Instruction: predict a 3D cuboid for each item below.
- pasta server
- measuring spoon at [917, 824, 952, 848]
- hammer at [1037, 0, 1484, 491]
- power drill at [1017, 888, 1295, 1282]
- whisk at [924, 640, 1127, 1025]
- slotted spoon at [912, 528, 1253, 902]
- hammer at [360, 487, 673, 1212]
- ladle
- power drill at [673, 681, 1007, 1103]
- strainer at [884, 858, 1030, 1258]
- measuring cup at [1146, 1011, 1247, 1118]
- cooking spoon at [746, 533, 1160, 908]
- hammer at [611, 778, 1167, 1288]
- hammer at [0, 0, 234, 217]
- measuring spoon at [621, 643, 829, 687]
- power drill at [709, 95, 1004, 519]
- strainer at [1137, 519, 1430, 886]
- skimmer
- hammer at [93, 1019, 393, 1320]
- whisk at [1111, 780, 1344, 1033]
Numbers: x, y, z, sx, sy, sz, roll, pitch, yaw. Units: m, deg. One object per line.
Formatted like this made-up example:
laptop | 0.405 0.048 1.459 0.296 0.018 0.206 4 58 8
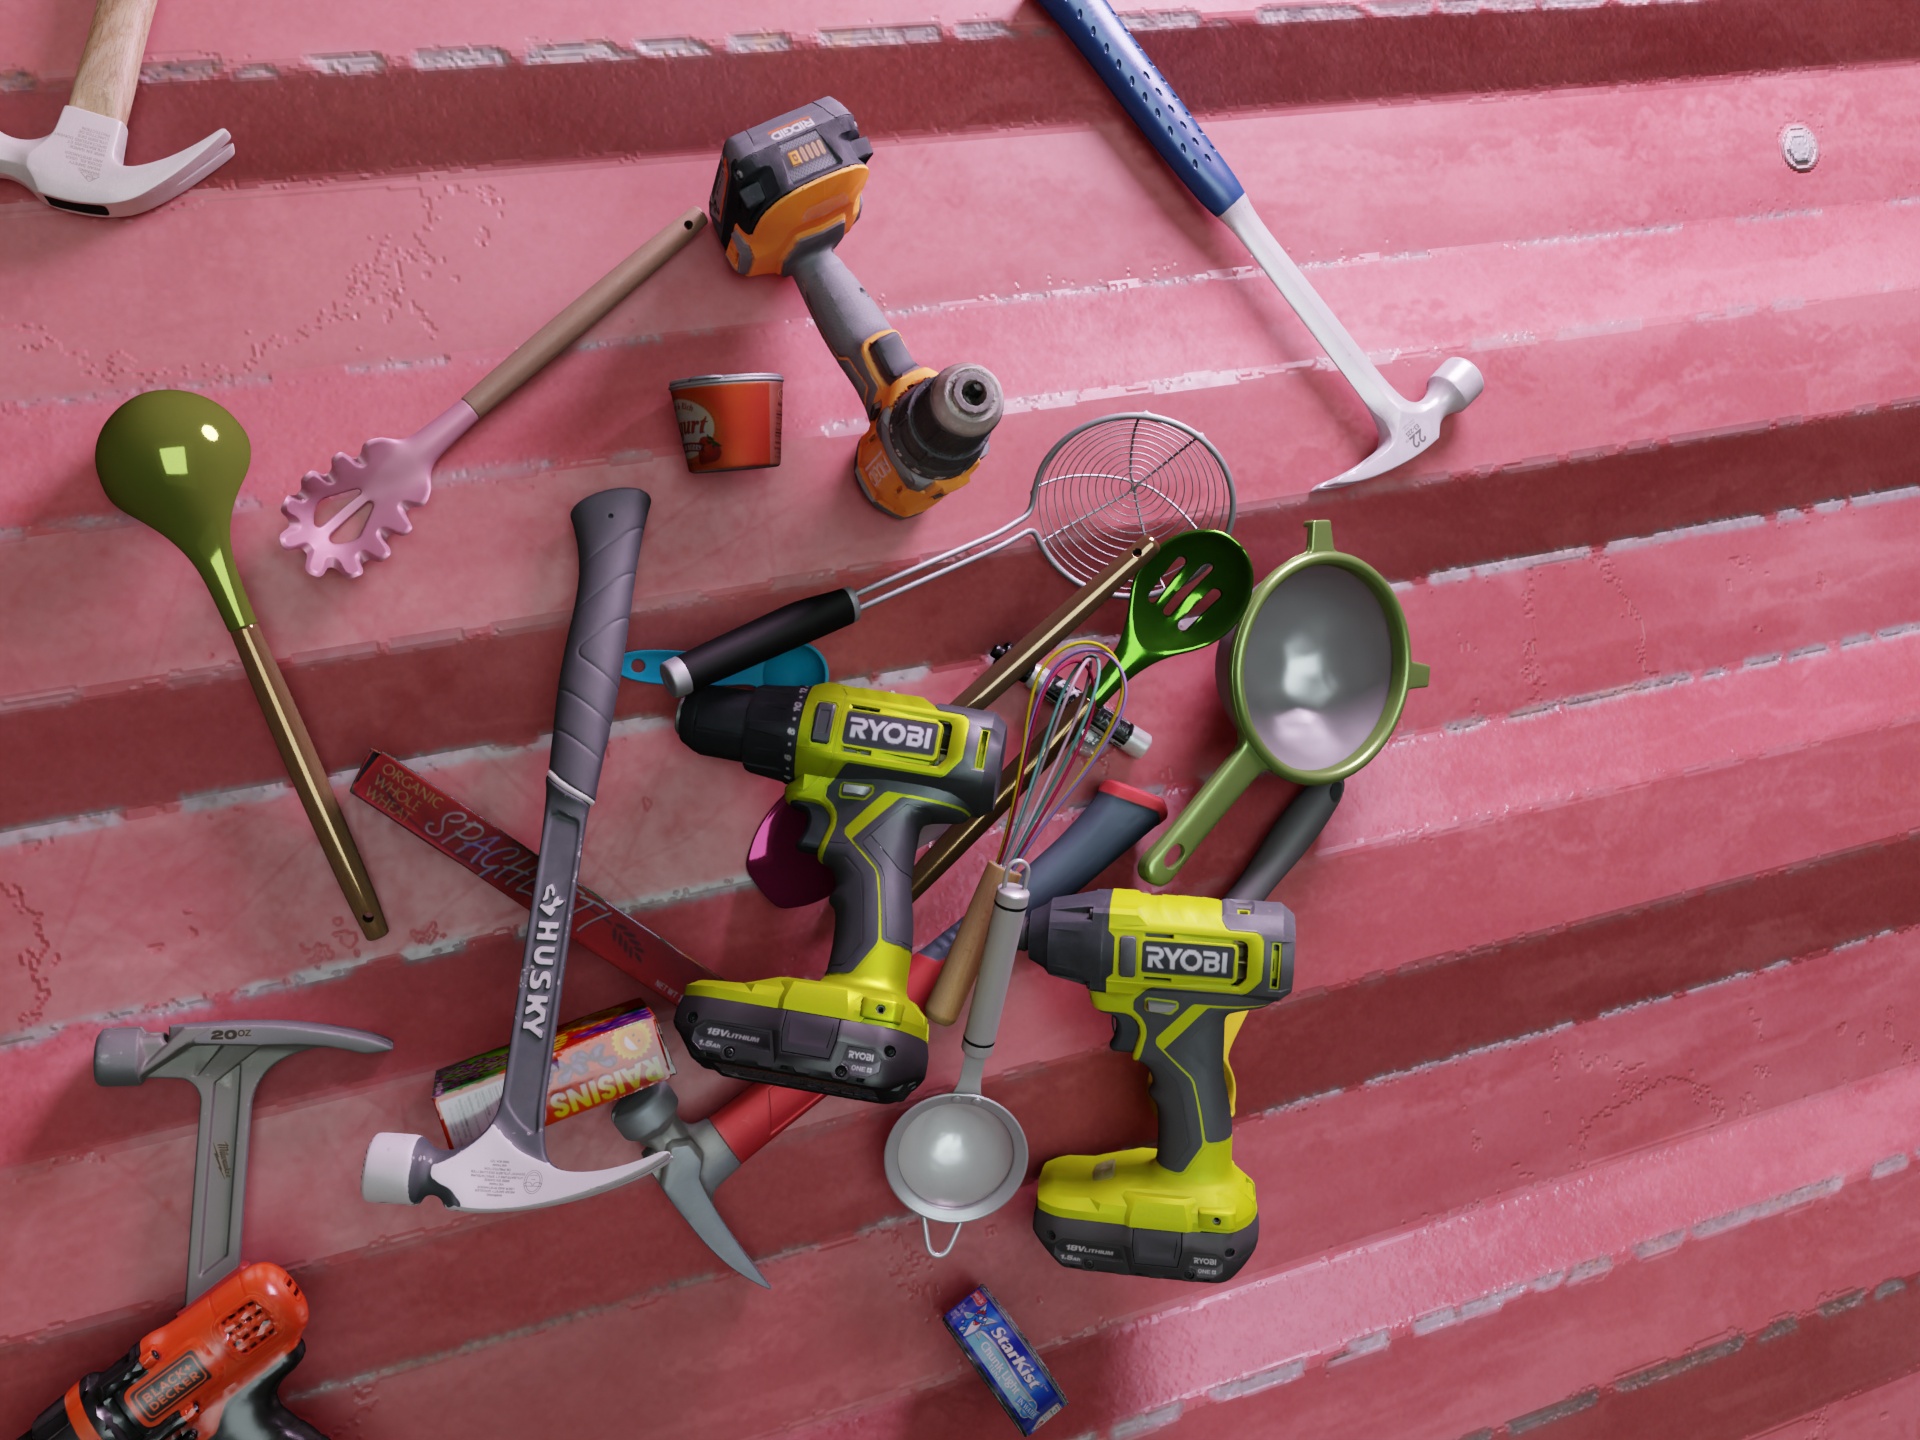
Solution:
pasta server | -0.261 -0.197 0.917 0.316 0.040 0.060 -45 113 -15
measuring spoon | -0.025 0.066 0.996 0.124 0.018 0.034 -32 123 -22
hammer | 0.184 -0.332 1.062 0.144 0.035 0.405 -44 101 -14
power drill | 0.109 0.214 0.962 0.171 0.080 0.223 3 100 8
whisk | 0.032 0.066 0.945 0.047 0.051 0.245 23 92 -32
slotted spoon | 0.061 0.005 0.983 0.070 0.031 0.314 43 91 -8
hammer | -0.210 0.056 0.864 0.149 0.036 0.409 5 69 -4
ladle | -0.383 -0.027 0.878 0.078 0.062 0.320 -22 102 -14
power drill | -0.084 0.086 0.894 0.190 0.080 0.229 9 70 4
strainer | 0.010 0.197 0.937 0.087 0.050 0.258 10 110 -7
measuring cup | 0.170 0.199 1.051 0.062 0.029 0.156 35 67 -15
cooking spoon | -0.002 -0.003 0.963 0.319 0.017 0.069 -42 73 0
hammer | -0.016 0.174 0.979 0.386 0.038 0.143 -36 106 -17
hammer | -0.443 -0.436 0.871 0.130 0.031 0.331 13 84 -16
measuring spoon | -0.144 -0.030 0.962 0.128 0.021 0.042 4 88 -8
power drill | -0.054 -0.233 0.909 0.084 0.185 0.226 -29 94 -15
strainer | 0.185 0.003 1.029 0.256 0.069 0.151 -49 116 -14
skimmer | 0.000 -0.083 0.947 0.363 0.090 0.127 -26 124 -25
hammer | -0.396 0.343 0.858 0.149 0.037 0.359 4 87 -17
whisk | 0.179 0.120 1.043 0.055 0.055 0.239 45 72 -11
